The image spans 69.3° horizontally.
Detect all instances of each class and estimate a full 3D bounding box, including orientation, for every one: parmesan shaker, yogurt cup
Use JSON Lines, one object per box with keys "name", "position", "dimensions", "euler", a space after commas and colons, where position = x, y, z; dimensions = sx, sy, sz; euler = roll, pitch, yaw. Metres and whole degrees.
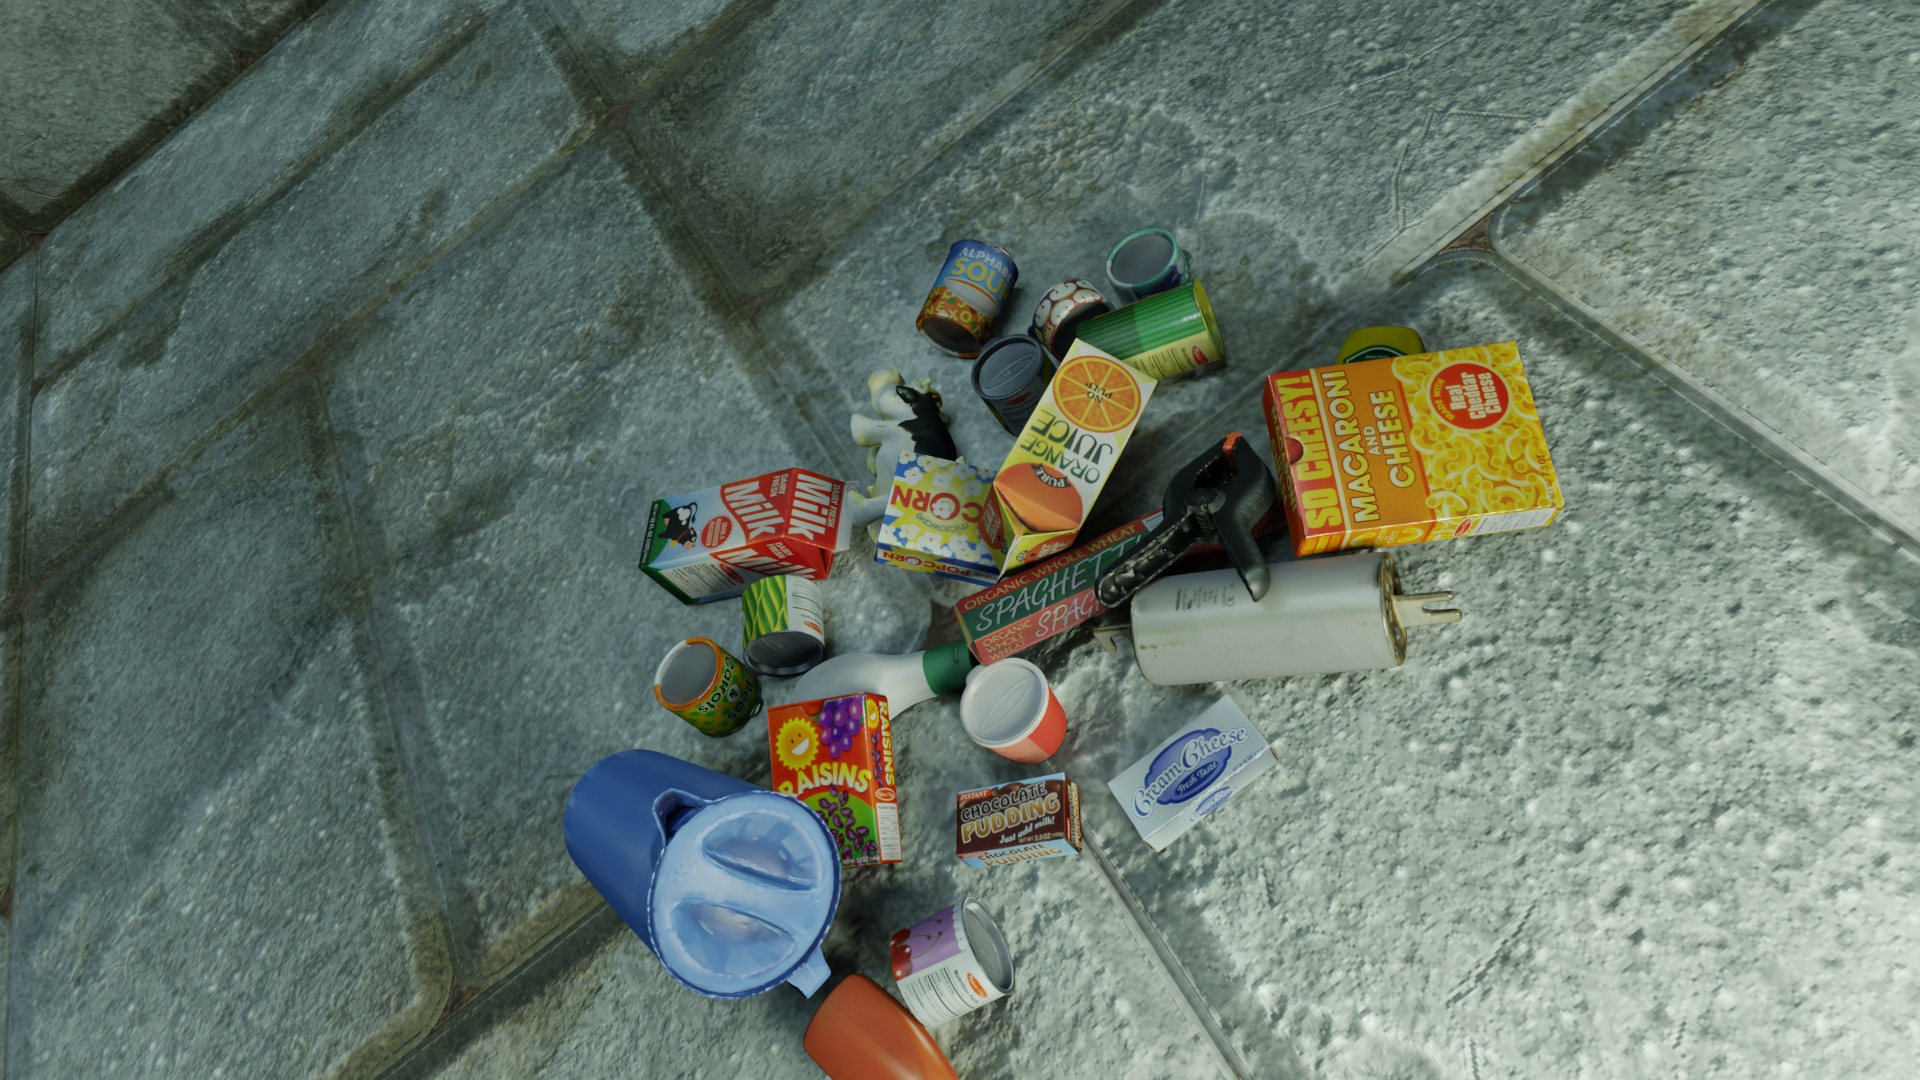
{"name": "parmesan shaker", "position": [0.149, -0.161, 1.105], "dimensions": [0.103, 0.071, 0.071], "euler": [-18, 52, 20]}
{"name": "yogurt cup", "position": [0.041, 0.125, 0.987], "dimensions": [0.072, 0.053, 0.073], "euler": [-16, 53, 22]}

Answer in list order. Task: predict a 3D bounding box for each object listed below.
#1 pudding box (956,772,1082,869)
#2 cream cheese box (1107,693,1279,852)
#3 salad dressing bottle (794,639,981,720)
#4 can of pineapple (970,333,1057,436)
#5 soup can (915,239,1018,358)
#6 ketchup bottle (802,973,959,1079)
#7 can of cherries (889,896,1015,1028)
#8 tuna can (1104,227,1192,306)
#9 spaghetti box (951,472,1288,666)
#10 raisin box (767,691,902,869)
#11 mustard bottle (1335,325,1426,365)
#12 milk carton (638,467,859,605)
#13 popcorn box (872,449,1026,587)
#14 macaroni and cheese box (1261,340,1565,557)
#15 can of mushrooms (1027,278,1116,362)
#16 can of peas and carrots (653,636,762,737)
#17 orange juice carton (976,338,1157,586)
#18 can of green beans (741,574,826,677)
{"name": "pudding box", "position": [0.040, 0.193, 0.957], "dimensions": [0.083, 0.030, 0.050], "euler": [-14, 52, 22]}
{"name": "cream cheese box", "position": [0.153, 0.154, 0.920], "dimensions": [0.104, 0.024, 0.053], "euler": [-38, 47, 3]}
{"name": "salad dressing bottle", "position": [-0.053, 0.110, 1.061], "dimensions": [0.147, 0.044, 0.064], "euler": [-16, 56, 20]}
{"name": "can of pineapple", "position": [0.050, -0.129, 1.152], "dimensions": [0.071, 0.057, 0.071], "euler": [-15, 53, 21]}
{"name": "soup can", "position": [0.007, -0.214, 1.228], "dimensions": [0.071, 0.071, 0.084], "euler": [9, 65, 35]}
{"name": "ketchup bottle", "position": [-0.035, 0.344, 0.889], "dimensions": [0.149, 0.043, 0.065], "euler": [28, 77, 40]}
{"name": "can of cherries", "position": [-0.005, 0.274, 0.907], "dimensions": [0.058, 0.071, 0.072], "euler": [-29, 49, 12]}
{"name": "tuna can", "position": [0.160, -0.231, 1.173], "dimensions": [0.071, 0.032, 0.071], "euler": [-16, 53, 22]}
{"name": "spaghetti box", "position": [0.115, 0.017, 0.995], "dimensions": [0.250, 0.028, 0.050], "euler": [-25, 37, -1]}
{"name": "raisin box", "position": [-0.093, 0.178, 1.014], "dimensions": [0.086, 0.040, 0.123], "euler": [-13, 74, 24]}
{"name": "mustard bottle", "position": [0.292, -0.076, 0.977], "dimensions": [0.065, 0.048, 0.161], "euler": [0, 60, 28]}
{"name": "milk carton", "position": [-0.173, -0.005, 1.191], "dimensions": [0.190, 0.073, 0.073], "euler": [-11, 54, 24]}
{"name": "popcorn box", "position": [0.004, -0.013, 1.075], "dimensions": [0.127, 0.038, 0.085], "euler": [13, 63, 0]}
{"name": "macaroni and cheese box", "position": [0.295, -0.061, 0.919], "dimensions": [0.166, 0.040, 0.124], "euler": [-7, 66, 2]}
{"name": "can of mushrooms", "position": [0.094, -0.180, 1.155], "dimensions": [0.071, 0.071, 0.033], "euler": [-39, 49, 2]}
{"name": "can of peas and carrots", "position": [-0.205, 0.120, 1.134], "dimensions": [0.071, 0.058, 0.071], "euler": [-16, 53, 22]}
{"name": "orange juice carton", "position": [0.071, -0.051, 1.040], "dimensions": [0.073, 0.071, 0.193], "euler": [28, 61, 4]}
{"name": "can of green beans", "position": [-0.144, 0.069, 1.127], "dimensions": [0.071, 0.071, 0.058], "euler": [-22, 50, 17]}
